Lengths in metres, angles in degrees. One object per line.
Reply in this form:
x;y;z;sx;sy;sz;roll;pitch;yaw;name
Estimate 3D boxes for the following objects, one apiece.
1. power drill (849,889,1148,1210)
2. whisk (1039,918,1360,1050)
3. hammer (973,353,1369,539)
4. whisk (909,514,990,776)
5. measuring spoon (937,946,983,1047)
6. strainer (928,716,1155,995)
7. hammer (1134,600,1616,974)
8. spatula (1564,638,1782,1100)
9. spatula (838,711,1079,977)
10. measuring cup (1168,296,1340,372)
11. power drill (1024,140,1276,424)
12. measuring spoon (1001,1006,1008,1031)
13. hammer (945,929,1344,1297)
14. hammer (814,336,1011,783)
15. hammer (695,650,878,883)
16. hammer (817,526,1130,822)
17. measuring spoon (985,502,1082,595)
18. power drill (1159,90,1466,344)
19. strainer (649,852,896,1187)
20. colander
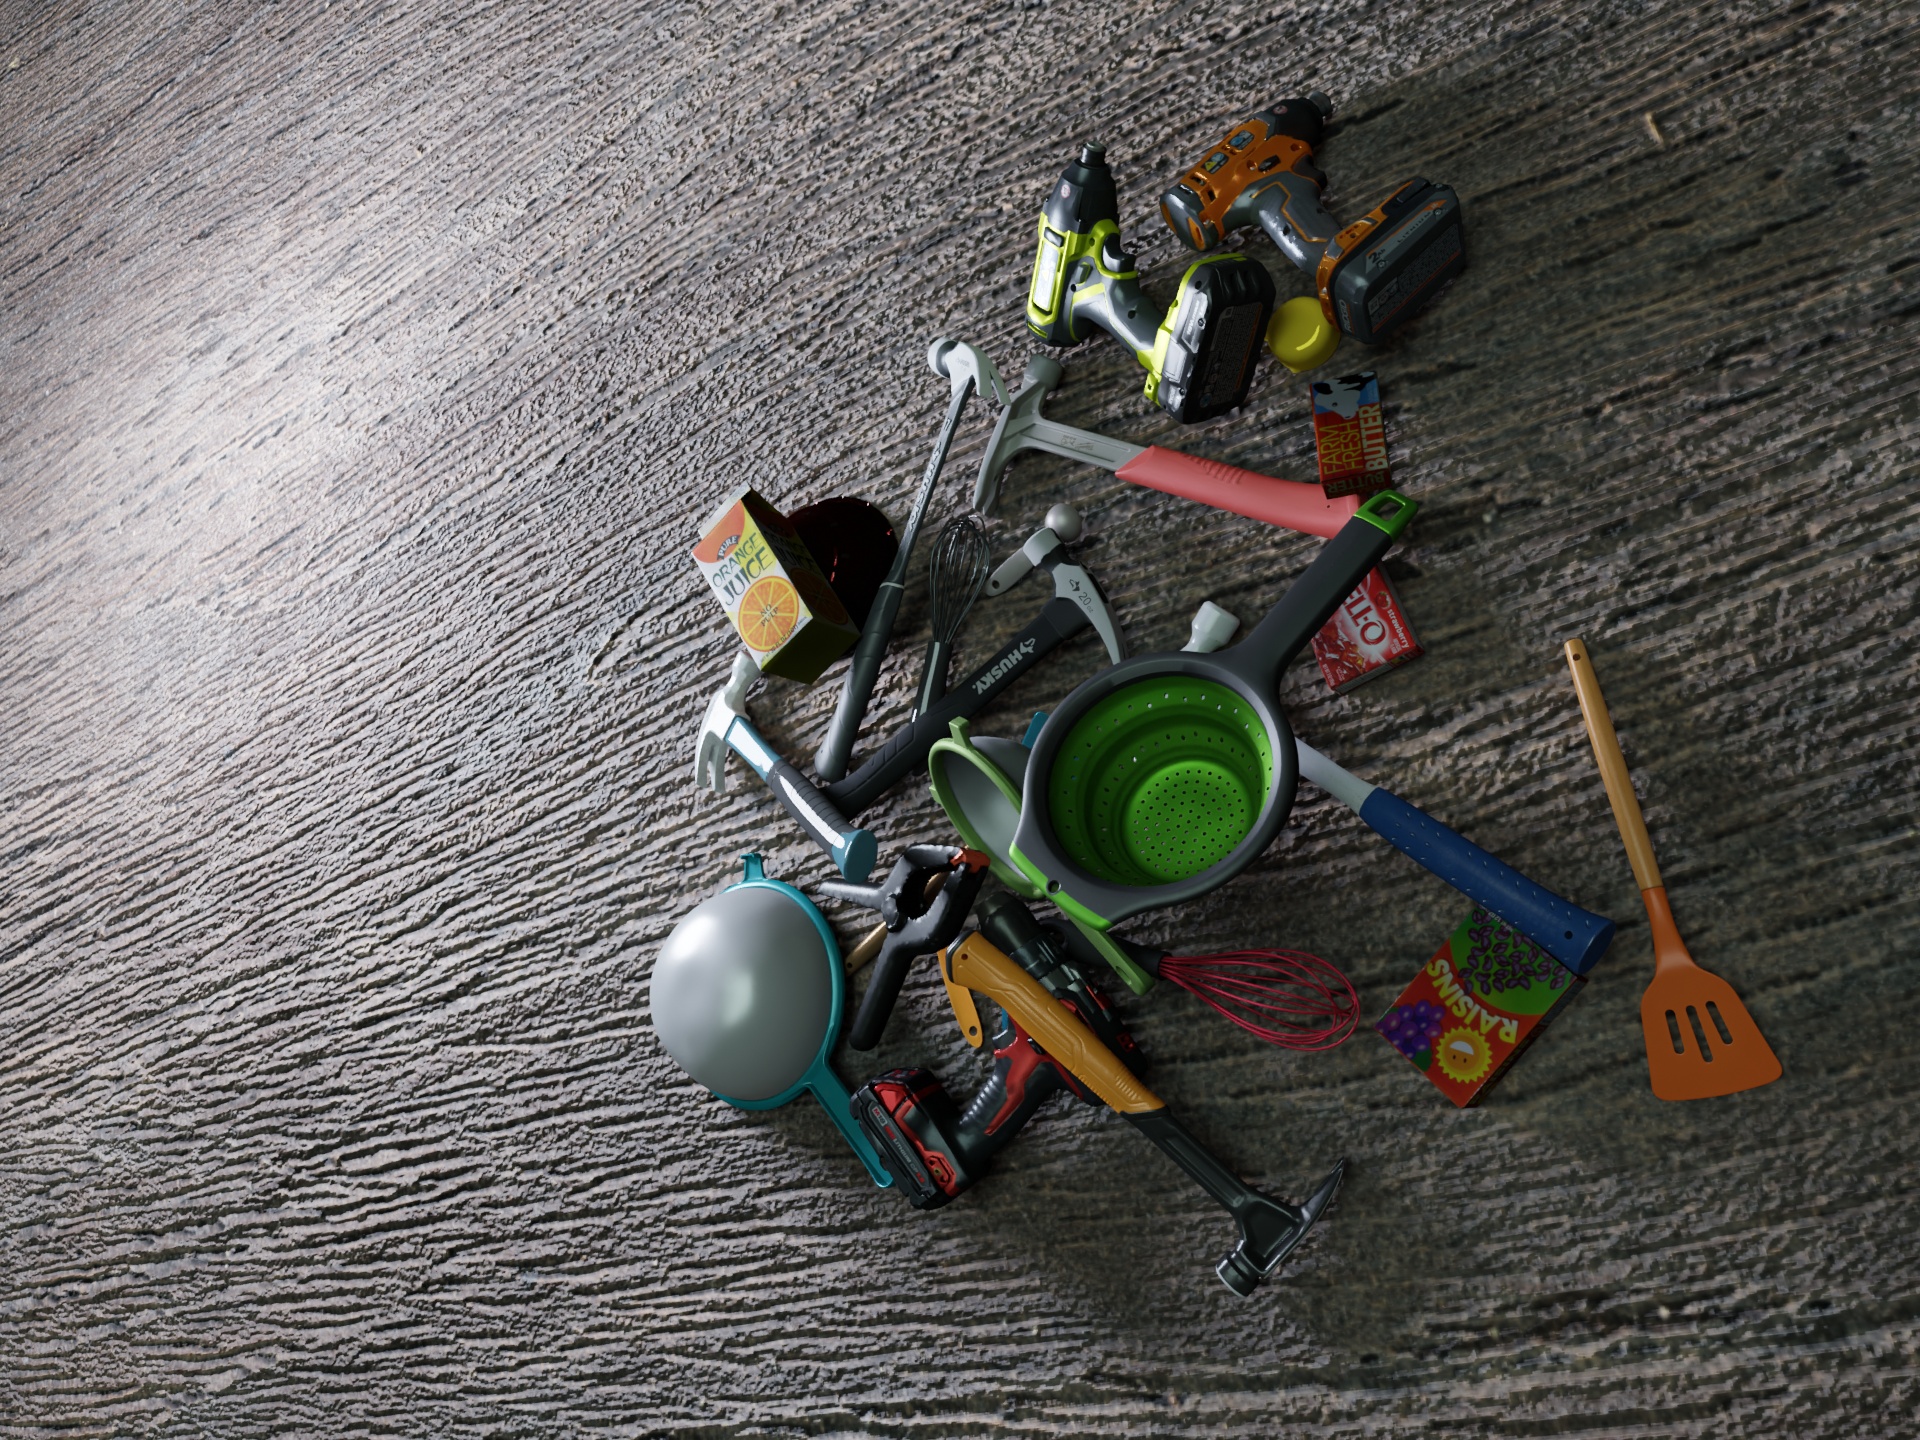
0.018;0.268;1.293;0.226;0.080;0.188;-40;75;16;power drill
0.176;0.195;1.238;0.296;0.073;0.073;9;86;40;whisk
0.174;-0.198;1.325;0.359;0.036;0.149;24;94;34;hammer
-0.015;-0.067;1.415;0.055;0.055;0.239;13;92;33;whisk
-0.002;0.226;1.371;0.021;0.011;0.117;-29;70;24;measuring spoon
0.080;0.102;1.259;0.069;0.151;0.256;-36;75;-21;strainer
0.290;0.060;1.173;0.406;0.035;0.144;38;102;39;hammer
0.468;0.094;1.091;0.081;0.041;0.323;-21;66;27;spatula
-0.004;0.122;1.370;0.317;0.044;0.082;-45;81;19;spatula
0.237;-0.329;1.314;0.157;0.029;0.062;20;91;31;measuring cup
0.146;-0.357;1.306;0.223;0.080;0.171;44;140;34;power drill
0.038;0.238;1.333;0.042;0.021;0.129;-14;72;30;measuring spoon
0.126;0.273;1.202;0.337;0.034;0.127;40;100;12;hammer
-0.052;-0.133;1.412;0.409;0.036;0.149;-70;25;13;hammer
-0.158;0.052;1.425;0.331;0.033;0.128;39;103;52;hammer
-0.002;-0.004;1.371;0.334;0.035;0.146;-40;78;18;hammer
0.058;-0.143;1.379;0.124;0.018;0.034;-40;83;38;measuring spoon
0.289;-0.411;1.262;0.164;0.084;0.227;-43;56;-4;power drill
-0.175;0.283;1.402;0.341;0.095;0.211;45;108;35;strainer
0.211;-0.003;1.187;0.397;0.094;0.205;-48;54;-5;colander
